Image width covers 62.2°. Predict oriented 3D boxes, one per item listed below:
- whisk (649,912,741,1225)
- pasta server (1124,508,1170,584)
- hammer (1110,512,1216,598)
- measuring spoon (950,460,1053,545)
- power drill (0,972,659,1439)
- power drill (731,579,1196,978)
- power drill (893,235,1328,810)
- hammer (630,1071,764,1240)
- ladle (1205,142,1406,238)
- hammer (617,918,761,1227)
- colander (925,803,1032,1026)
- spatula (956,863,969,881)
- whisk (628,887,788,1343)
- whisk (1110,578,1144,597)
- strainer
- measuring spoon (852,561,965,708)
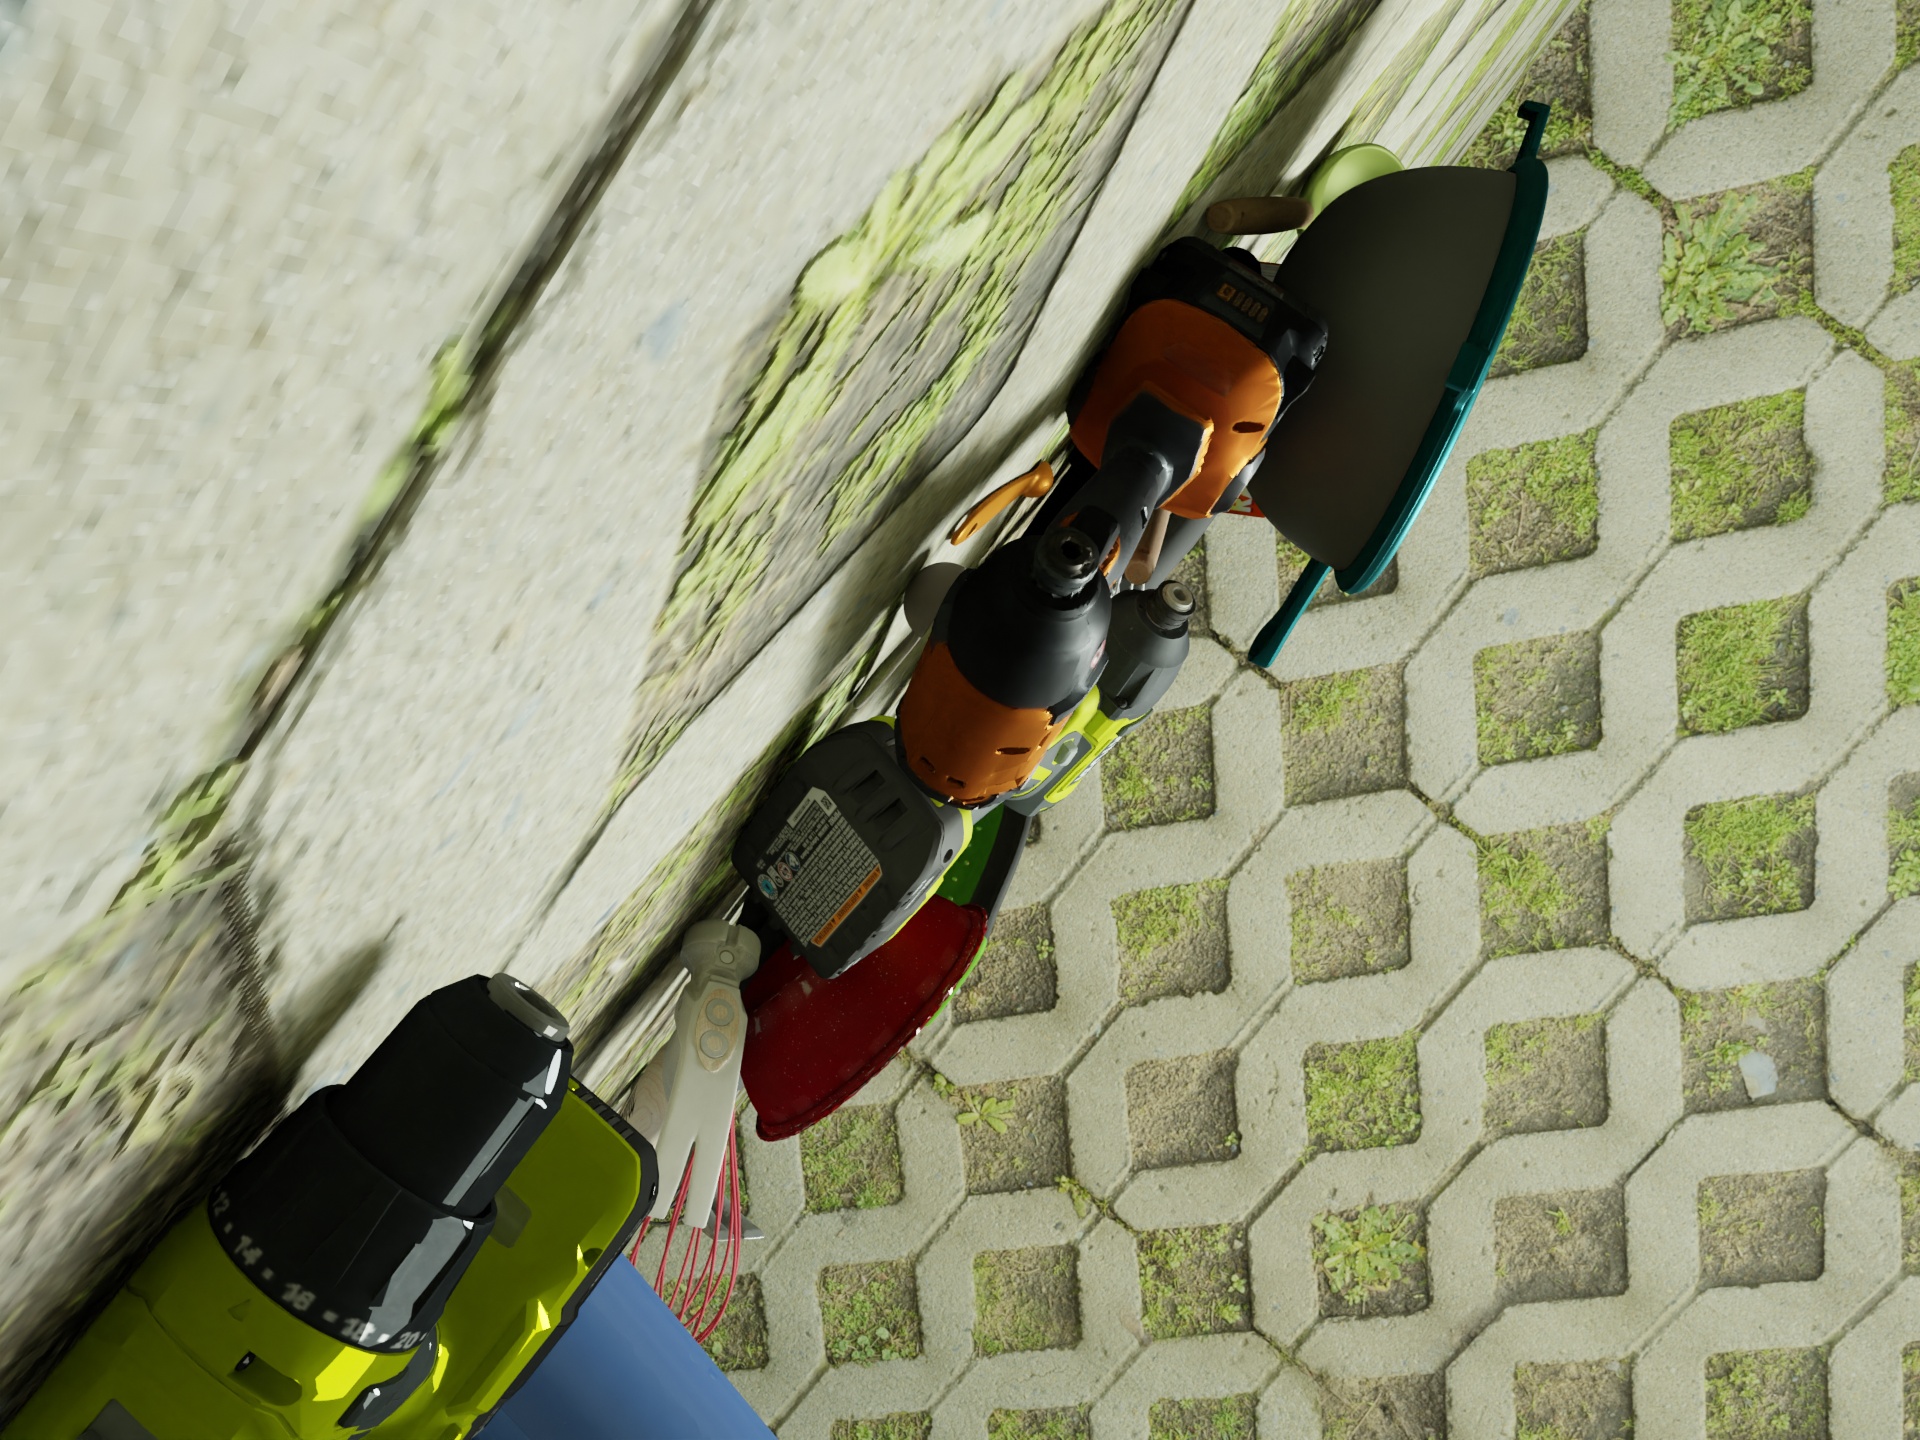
[{"bbox_3d":[-0.142,0.190,0.922,0.239,0.055,0.055,-67,172,14],"label":"whisk"},{"bbox_3d":[0.111,-0.127,0.889,0.316,0.060,0.040,-66,165,-63],"label":"pasta server"},{"bbox_3d":[0.196,-0.182,1.176,0.335,0.035,0.146,-48,162,-40],"label":"hammer"},{"bbox_3d":[0.021,-0.096,0.714,0.021,0.011,0.117,-55,175,30],"label":"measuring spoon"},{"bbox_3d":[-0.157,0.153,0.440,0.190,0.080,0.228,-52,173,-7],"label":"power drill"},{"bbox_3d":[0.012,0.017,0.754,0.223,0.080,0.171,-32,168,-40],"label":"power drill"},{"bbox_3d":[0.059,-0.083,0.625,0.226,0.084,0.164,-57,178,-26],"label":"power drill"},{"bbox_3d":[-0.085,0.132,0.936,0.035,0.144,0.405,10,119,-40],"label":"hammer"},{"bbox_3d":[0.181,-0.258,0.814,0.320,0.062,0.078,-38,135,-62],"label":"ladle"},{"bbox_3d":[-0.202,0.265,0.871,0.410,0.038,0.146,-52,-155,46],"label":"hammer"},{"bbox_3d":[-0.016,0.067,1.326,0.204,0.094,0.397,-58,-168,36],"label":"colander"},{"bbox_3d":[0.062,0.054,1.354,0.322,0.041,0.081,-57,168,32],"label":"spatula"},{"bbox_3d":[-0.137,0.217,0.878,0.073,0.073,0.296,-24,130,-81],"label":"whisk"},{"bbox_3d":[-0.002,-0.004,0.929,0.284,0.070,0.070,-45,179,23],"label":"whisk"},{"bbox_3d":[0.174,-0.140,0.801,0.340,0.095,0.211,108,5,-57],"label":"strainer"},{"bbox_3d":[-0.030,-0.035,0.693,0.034,0.018,0.124,-60,-172,-32],"label":"measuring spoon"}]
